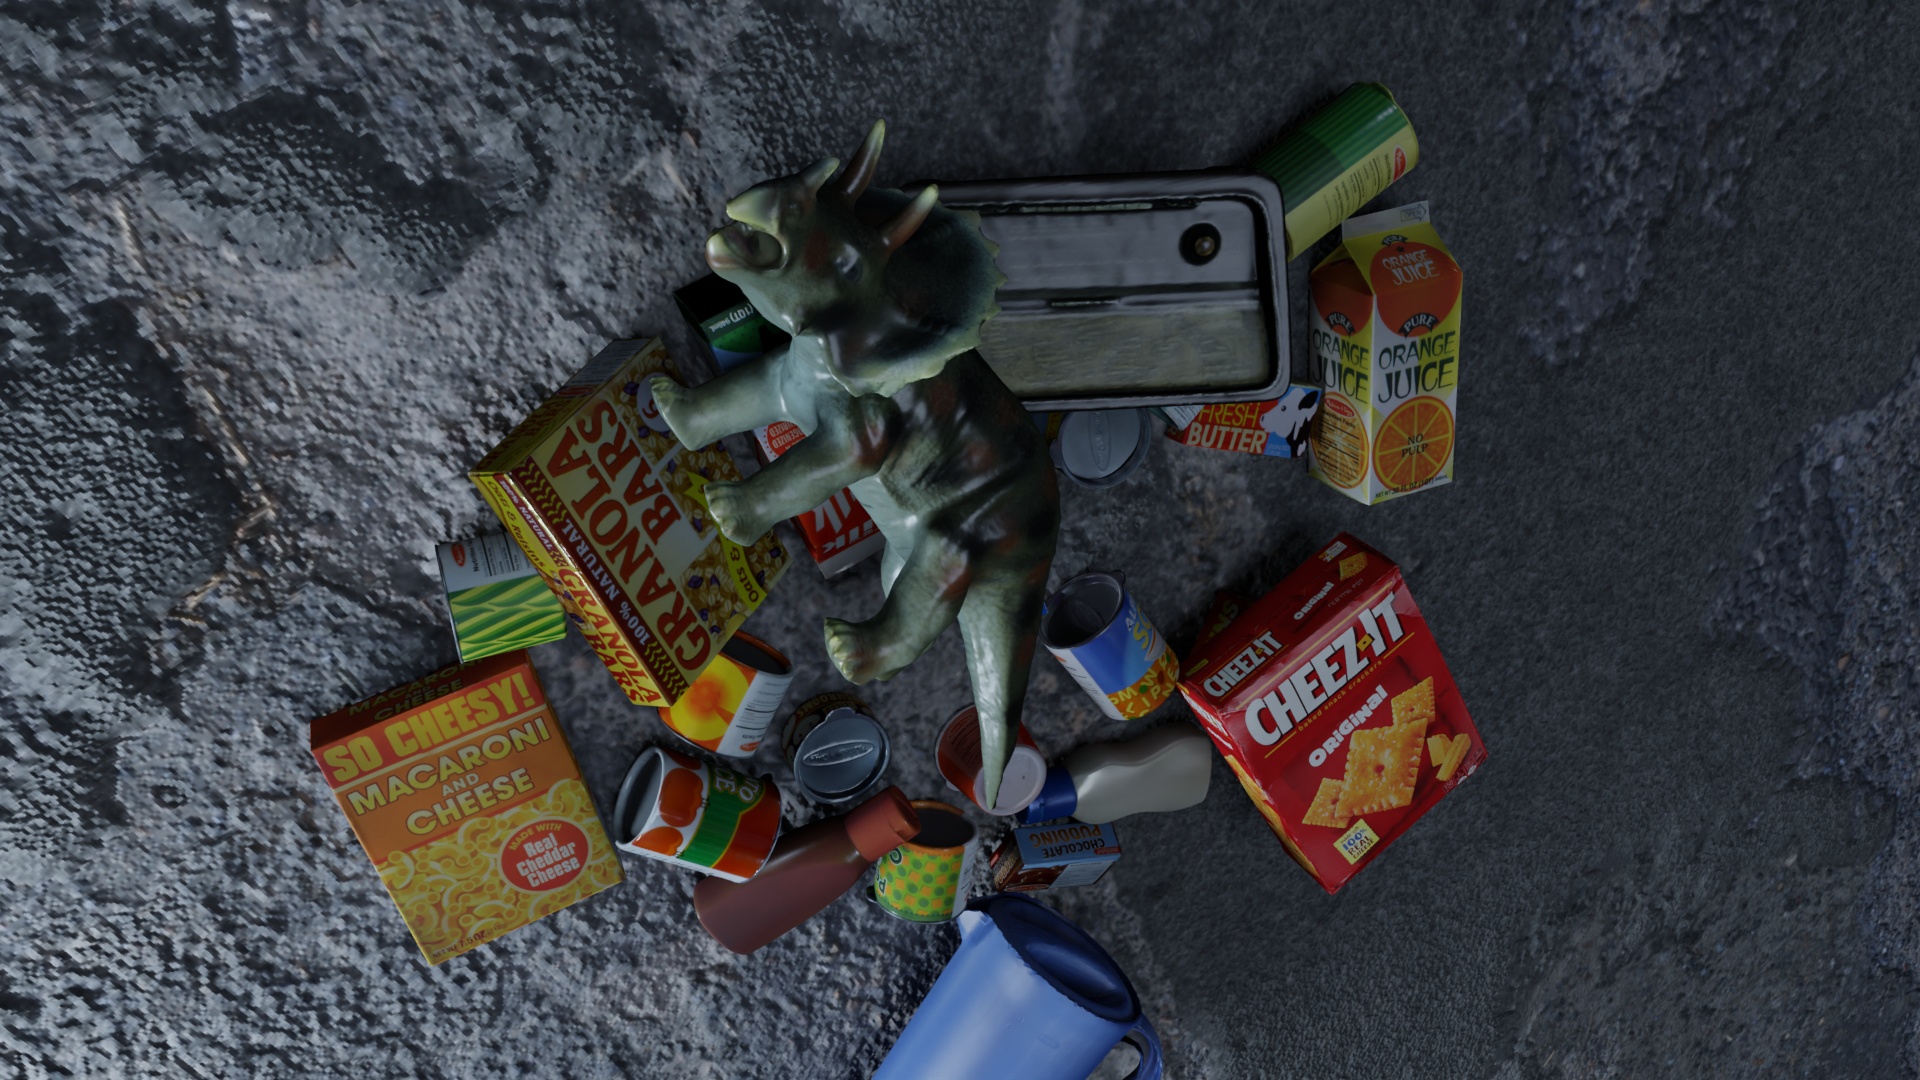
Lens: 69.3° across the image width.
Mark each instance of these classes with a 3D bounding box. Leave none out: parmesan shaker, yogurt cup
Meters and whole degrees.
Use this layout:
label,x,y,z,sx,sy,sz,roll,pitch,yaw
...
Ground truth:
label,x,y,z,sx,sy,sz,roll,pitch,yaw
parmesan shaker,0.225,-0.232,0.872,0.103,0.071,0.071,-37,122,-6
yogurt cup,0.023,0.151,0.949,0.072,0.054,0.072,-9,114,-22

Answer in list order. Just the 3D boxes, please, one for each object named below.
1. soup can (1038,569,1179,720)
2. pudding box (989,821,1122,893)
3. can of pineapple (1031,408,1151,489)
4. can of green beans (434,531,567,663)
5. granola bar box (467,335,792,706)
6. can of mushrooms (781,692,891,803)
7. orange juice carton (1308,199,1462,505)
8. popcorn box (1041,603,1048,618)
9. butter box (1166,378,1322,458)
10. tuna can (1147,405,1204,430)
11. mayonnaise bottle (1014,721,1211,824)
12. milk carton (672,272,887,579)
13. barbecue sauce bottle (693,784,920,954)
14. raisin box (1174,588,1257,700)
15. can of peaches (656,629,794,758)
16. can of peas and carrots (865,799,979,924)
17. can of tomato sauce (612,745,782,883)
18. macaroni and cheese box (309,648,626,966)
label,x,y,z,sx,sy,sz,roll,pitch,yaw
soup can,0.104,0.071,0.944,0.071,0.071,0.083,-42,122,-3
pudding box,0.069,0.229,1.005,0.084,0.030,0.049,1,142,-25
can of pineapple,0.077,-0.073,0.877,0.071,0.058,0.070,-9,114,-21
can of green beans,-0.252,0.029,0.763,0.058,0.071,0.071,-12,116,-20
granola bar box,-0.173,-0.010,0.763,0.125,0.039,0.165,-54,130,-38
can of mushrooms,-0.081,0.133,0.905,0.071,0.033,0.070,-9,115,-20
orange juice carton,0.286,-0.129,0.941,0.072,0.073,0.191,-15,116,-18
popcorn box,0.003,-0.011,0.853,0.038,0.085,0.126,-28,120,-10
butter box,0.193,-0.087,0.944,0.104,0.024,0.053,4,109,-26
tuna can,0.124,-0.104,0.884,0.071,0.071,0.033,38,94,-32
mayonnaise bottle,0.109,0.173,1.006,0.148,0.041,0.064,-8,114,-21
milk carton,-0.085,-0.067,0.795,0.072,0.073,0.189,-29,121,-10
barbecue sauce bottle,-0.097,0.212,0.906,0.148,0.044,0.064,-32,130,6
raisin box,0.229,0.093,1.028,0.123,0.040,0.086,16,104,-31
can of peaches,-0.143,0.089,0.840,0.071,0.071,0.058,22,101,-30
can of peas and carrots,-0.026,0.218,0.948,0.071,0.071,0.058,1,110,-25
can of tomato sauce,-0.163,0.168,0.863,0.083,0.071,0.071,25,99,-30
macaroni and cheese box,-0.285,0.154,0.816,0.124,0.040,0.165,-22,119,-15
